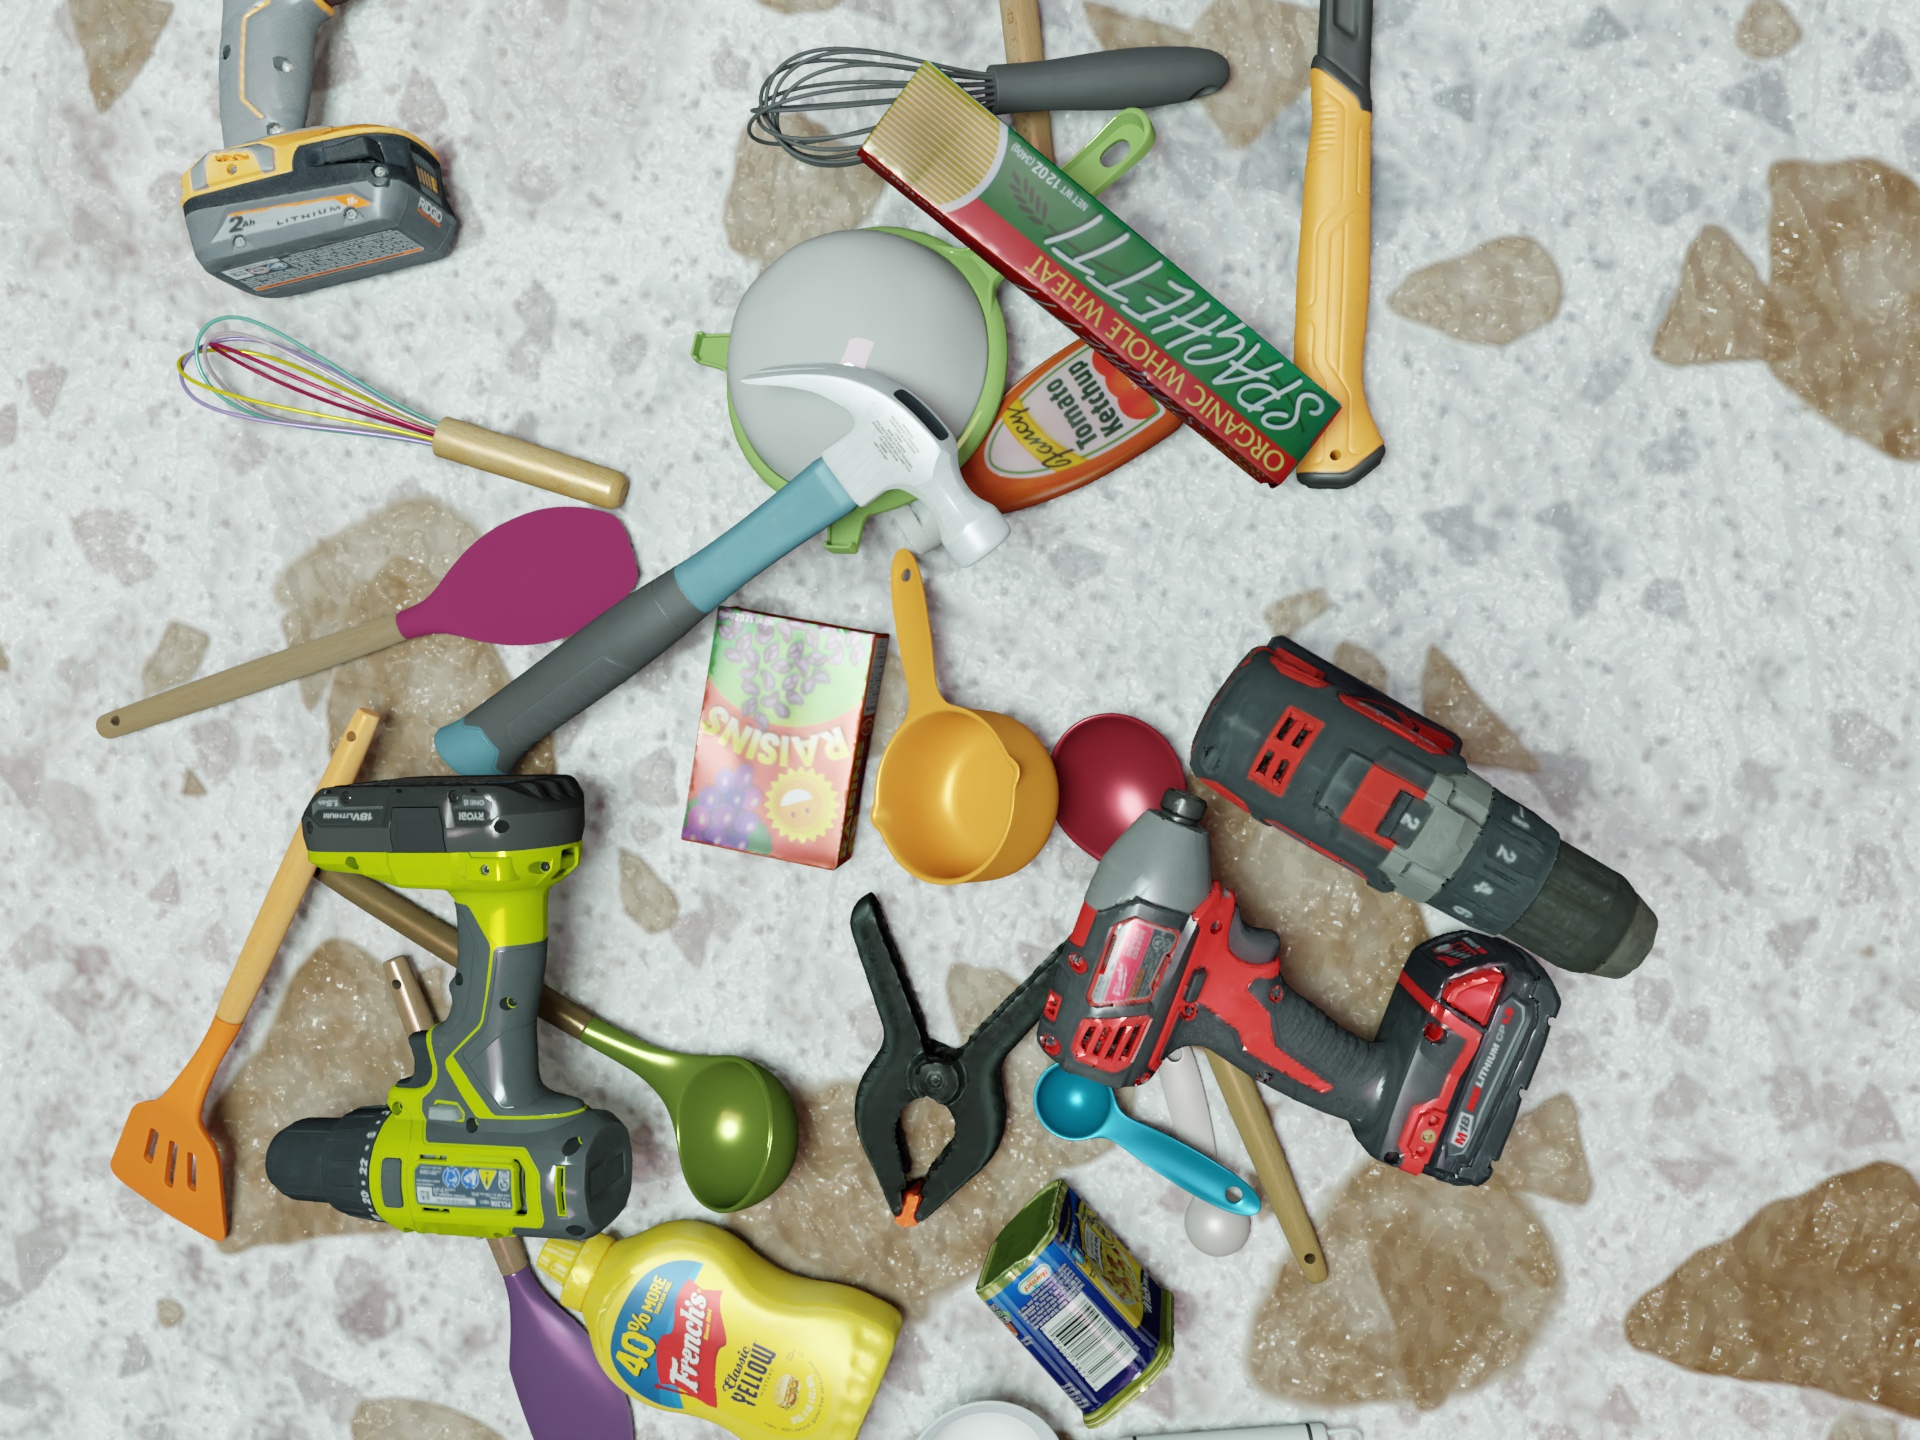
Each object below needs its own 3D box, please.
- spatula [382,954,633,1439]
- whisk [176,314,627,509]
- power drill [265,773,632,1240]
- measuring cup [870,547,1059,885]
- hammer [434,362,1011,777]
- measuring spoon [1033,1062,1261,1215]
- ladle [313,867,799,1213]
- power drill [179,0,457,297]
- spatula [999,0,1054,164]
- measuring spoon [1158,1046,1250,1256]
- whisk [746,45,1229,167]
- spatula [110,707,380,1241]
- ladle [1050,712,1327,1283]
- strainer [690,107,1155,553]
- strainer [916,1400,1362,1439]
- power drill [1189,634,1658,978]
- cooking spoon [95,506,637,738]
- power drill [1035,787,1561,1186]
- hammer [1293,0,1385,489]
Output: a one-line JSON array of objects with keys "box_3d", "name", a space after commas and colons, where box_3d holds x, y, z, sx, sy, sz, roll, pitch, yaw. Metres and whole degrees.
[{"box_3d": [-0.251, 0.276, 0.870, 0.060, 0.018, 0.316, -21, 92, 7], "name": "spatula"}, {"box_3d": [-0.292, -0.159, 0.836, 0.245, 0.047, 0.051, 18, 95, 1], "name": "whisk"}, {"box_3d": [-0.265, 0.144, 0.799, 0.190, 0.080, 0.228, -1, 92, 15], "name": "power drill"}, {"box_3d": [-0.001, -0.003, 0.802, 0.095, 0.052, 0.174, -21, 72, 35], "name": "measuring cup"}, {"box_3d": [-0.140, -0.056, 0.779, 0.331, 0.033, 0.128, -32, 99, 25], "name": "hammer"}, {"box_3d": [0.097, 0.216, 0.818, 0.128, 0.021, 0.042, 30, 97, 7], "name": "measuring spoon"}, {"box_3d": [-0.225, 0.153, 0.840, 0.320, 0.062, 0.078, 30, 102, 7], "name": "ladle"}, {"box_3d": [-0.319, -0.348, 0.807, 0.185, 0.084, 0.226, -12, 88, 6], "name": "power drill"}, {"box_3d": [0.023, -0.394, 0.776, 0.082, 0.044, 0.317, -8, 94, -5], "name": "spatula"}, {"box_3d": [0.122, 0.218, 0.820, 0.034, 0.018, 0.124, -14, 91, 8], "name": "measuring spoon"}, {"box_3d": [0.016, -0.298, 0.758, 0.239, 0.055, 0.055, -10, 93, -11], "name": "whisk"}, {"box_3d": [-0.382, 0.138, 0.863, 0.081, 0.041, 0.322, 28, 97, 8], "name": "spatula"}, {"box_3d": [0.124, 0.142, 0.811, 0.069, 0.031, 0.315, -22, 93, 8], "name": "ladle"}, {"box_3d": [-0.016, -0.211, 0.760, 0.256, 0.069, 0.152, -38, 71, 11], "name": "strainer"}, {"box_3d": [0.079, 0.383, 0.827, 0.258, 0.050, 0.087, -5, 99, 2], "name": "strainer"}, {"box_3d": [0.189, 0.034, 0.693, 0.188, 0.226, 0.080, 30, 97, 4], "name": "power drill"}, {"box_3d": [-0.323, -0.043, 0.857, 0.319, 0.017, 0.069, -17, 91, 7], "name": "cooking spoon"}, {"box_3d": [0.159, 0.126, 0.761, 0.219, 0.078, 0.143, 19, 96, -4], "name": "power drill"}, {"box_3d": [0.175, -0.282, 0.770, 0.127, 0.034, 0.337, 1, 94, 6], "name": "hammer"}]
